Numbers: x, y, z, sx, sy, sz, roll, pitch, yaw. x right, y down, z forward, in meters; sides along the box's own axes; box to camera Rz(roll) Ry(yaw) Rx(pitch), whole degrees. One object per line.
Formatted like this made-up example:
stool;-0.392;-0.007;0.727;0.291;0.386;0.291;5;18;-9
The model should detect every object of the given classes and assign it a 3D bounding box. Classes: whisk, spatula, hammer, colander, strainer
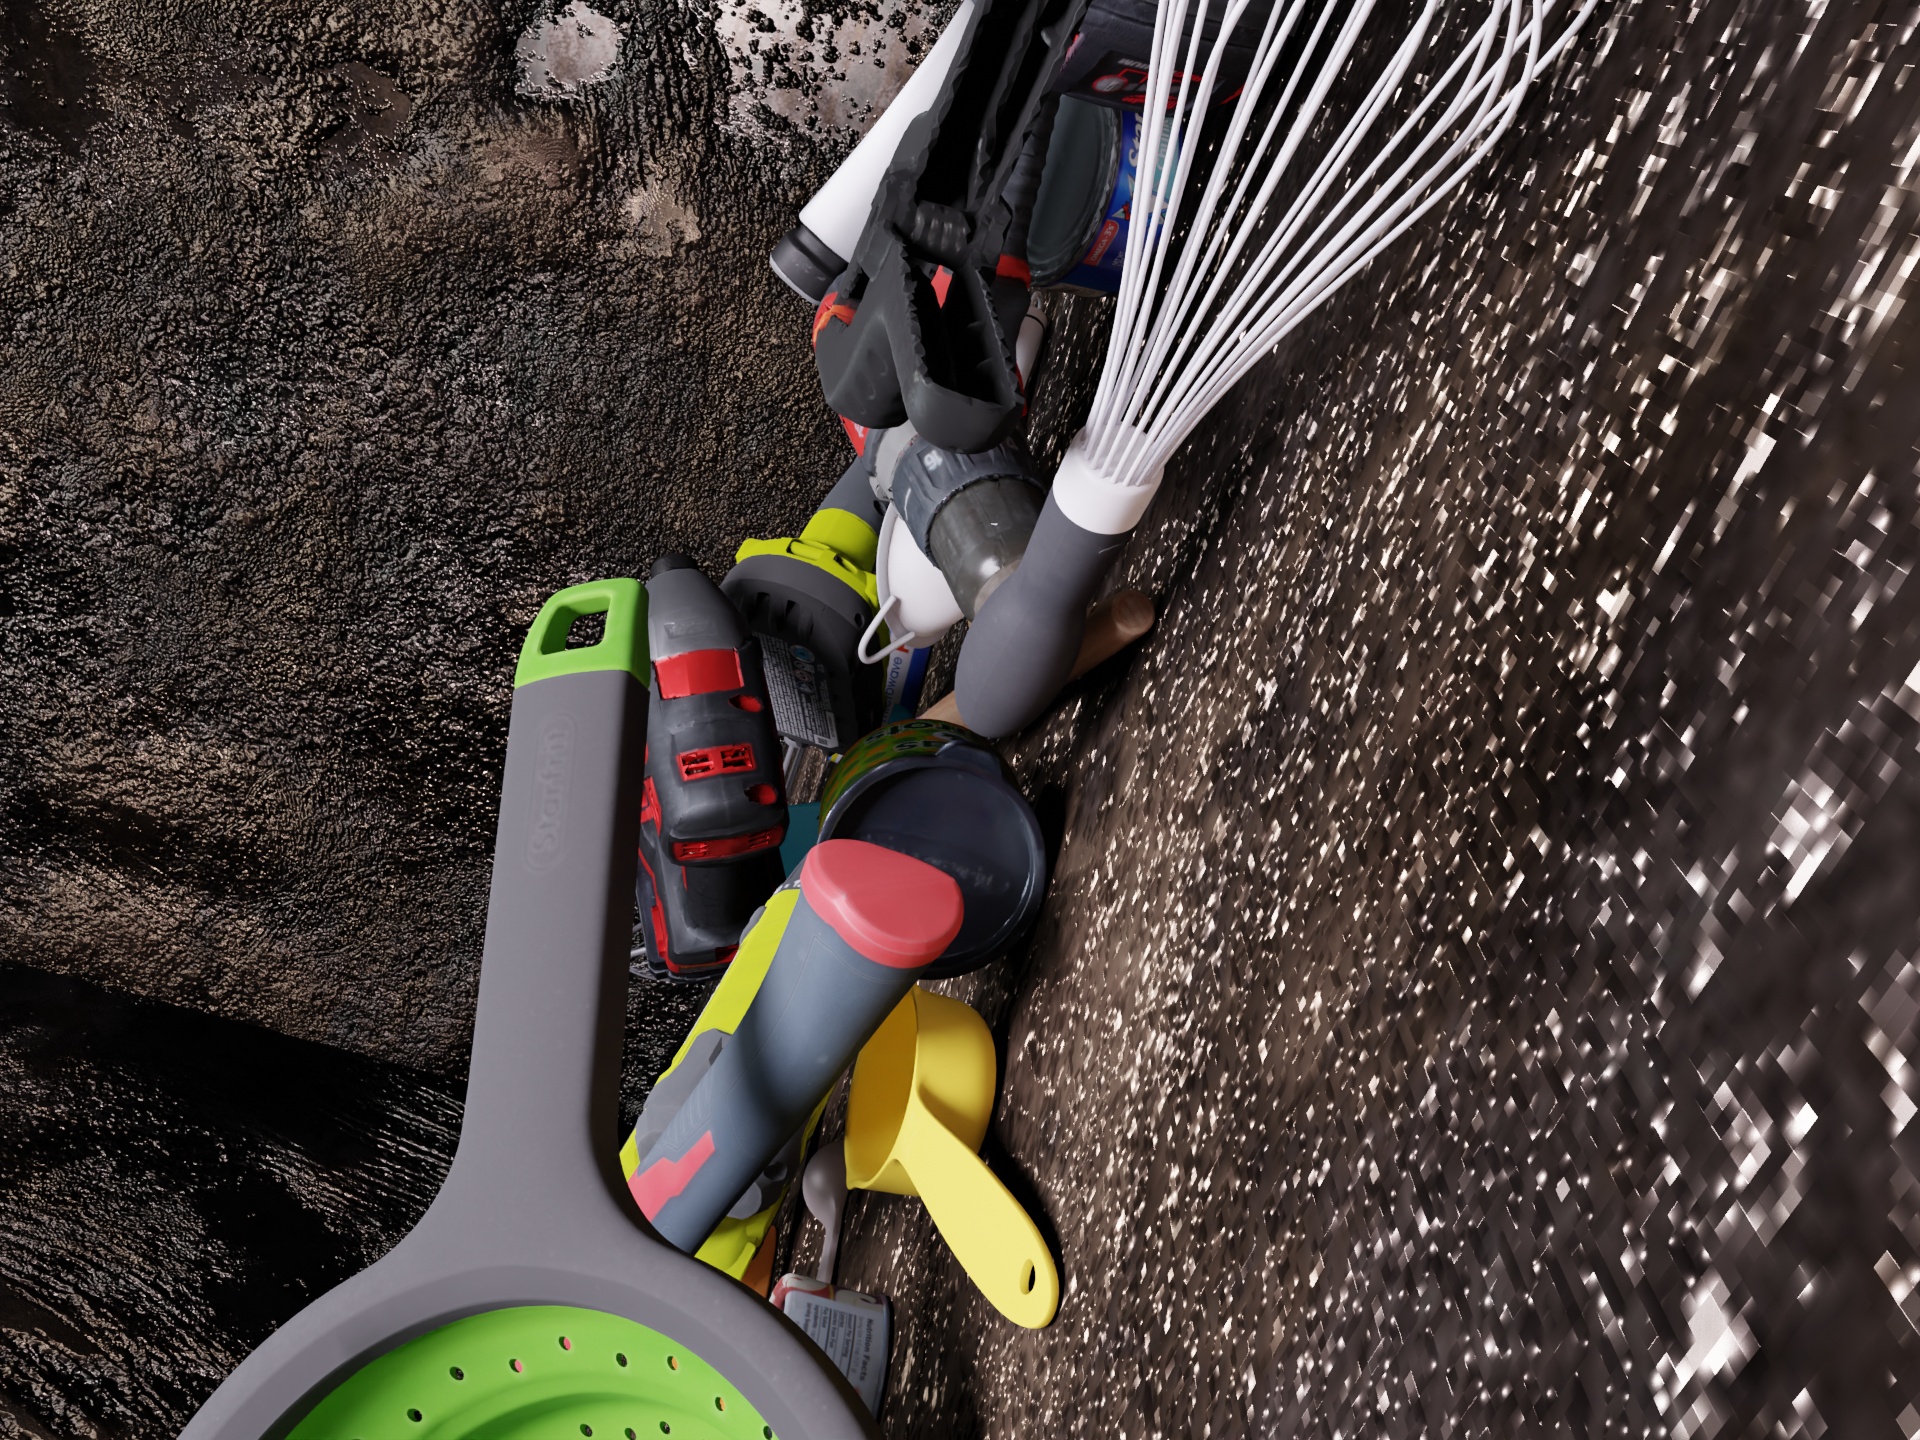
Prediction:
whisk;0.042;-0.072;0.342;0.284;0.070;0.070;116;169;-54
spatula;-0.044;0.046;0.782;0.317;0.044;0.082;131;134;-68
hammer;-0.091;0.173;0.507;0.386;0.038;0.143;-54;49;42
colander;-0.090;0.152;0.393;0.094;0.204;0.397;57;-152;-59
spatula;-0.001;-0.002;0.566;0.060;0.018;0.316;-46;5;-19
strainer;0.010;-0.130;0.796;0.086;0.050;0.259;63;-143;-47
hammer;-0.003;-0.286;0.748;0.127;0.034;0.337;-44;13;25

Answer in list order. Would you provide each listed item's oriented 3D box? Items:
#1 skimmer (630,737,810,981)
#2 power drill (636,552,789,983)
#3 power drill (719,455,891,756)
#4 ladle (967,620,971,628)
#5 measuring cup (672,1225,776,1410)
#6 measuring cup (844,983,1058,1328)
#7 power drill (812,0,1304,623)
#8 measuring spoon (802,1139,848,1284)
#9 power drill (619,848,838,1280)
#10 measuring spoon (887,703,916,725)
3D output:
skimmer;-0.142;0.040;1.035;0.127;0.090;0.363;-31;-29;-50
power drill;-0.121;0.029;0.750;0.219;0.078;0.143;104;153;-61
power drill;-0.044;-0.098;0.845;0.171;0.080;0.223;87;-155;-57
ladle;0.003;-0.124;0.709;0.031;0.069;0.316;-49;33;37
measuring cup;-0.138;0.329;0.786;0.095;0.052;0.174;117;169;-53
measuring cup;0.004;0.112;0.401;0.157;0.029;0.062;-155;81;-70
power drill;0.022;-0.154;0.529;0.226;0.080;0.188;-64;37;39
measuring spoon;-0.059;0.210;0.607;0.124;0.018;0.034;-81;11;-57
power drill;-0.086;0.149;0.697;0.191;0.080;0.228;-62;0;-42
measuring spoon;-0.032;0.022;0.873;0.128;0.021;0.042;99;-173;-79
